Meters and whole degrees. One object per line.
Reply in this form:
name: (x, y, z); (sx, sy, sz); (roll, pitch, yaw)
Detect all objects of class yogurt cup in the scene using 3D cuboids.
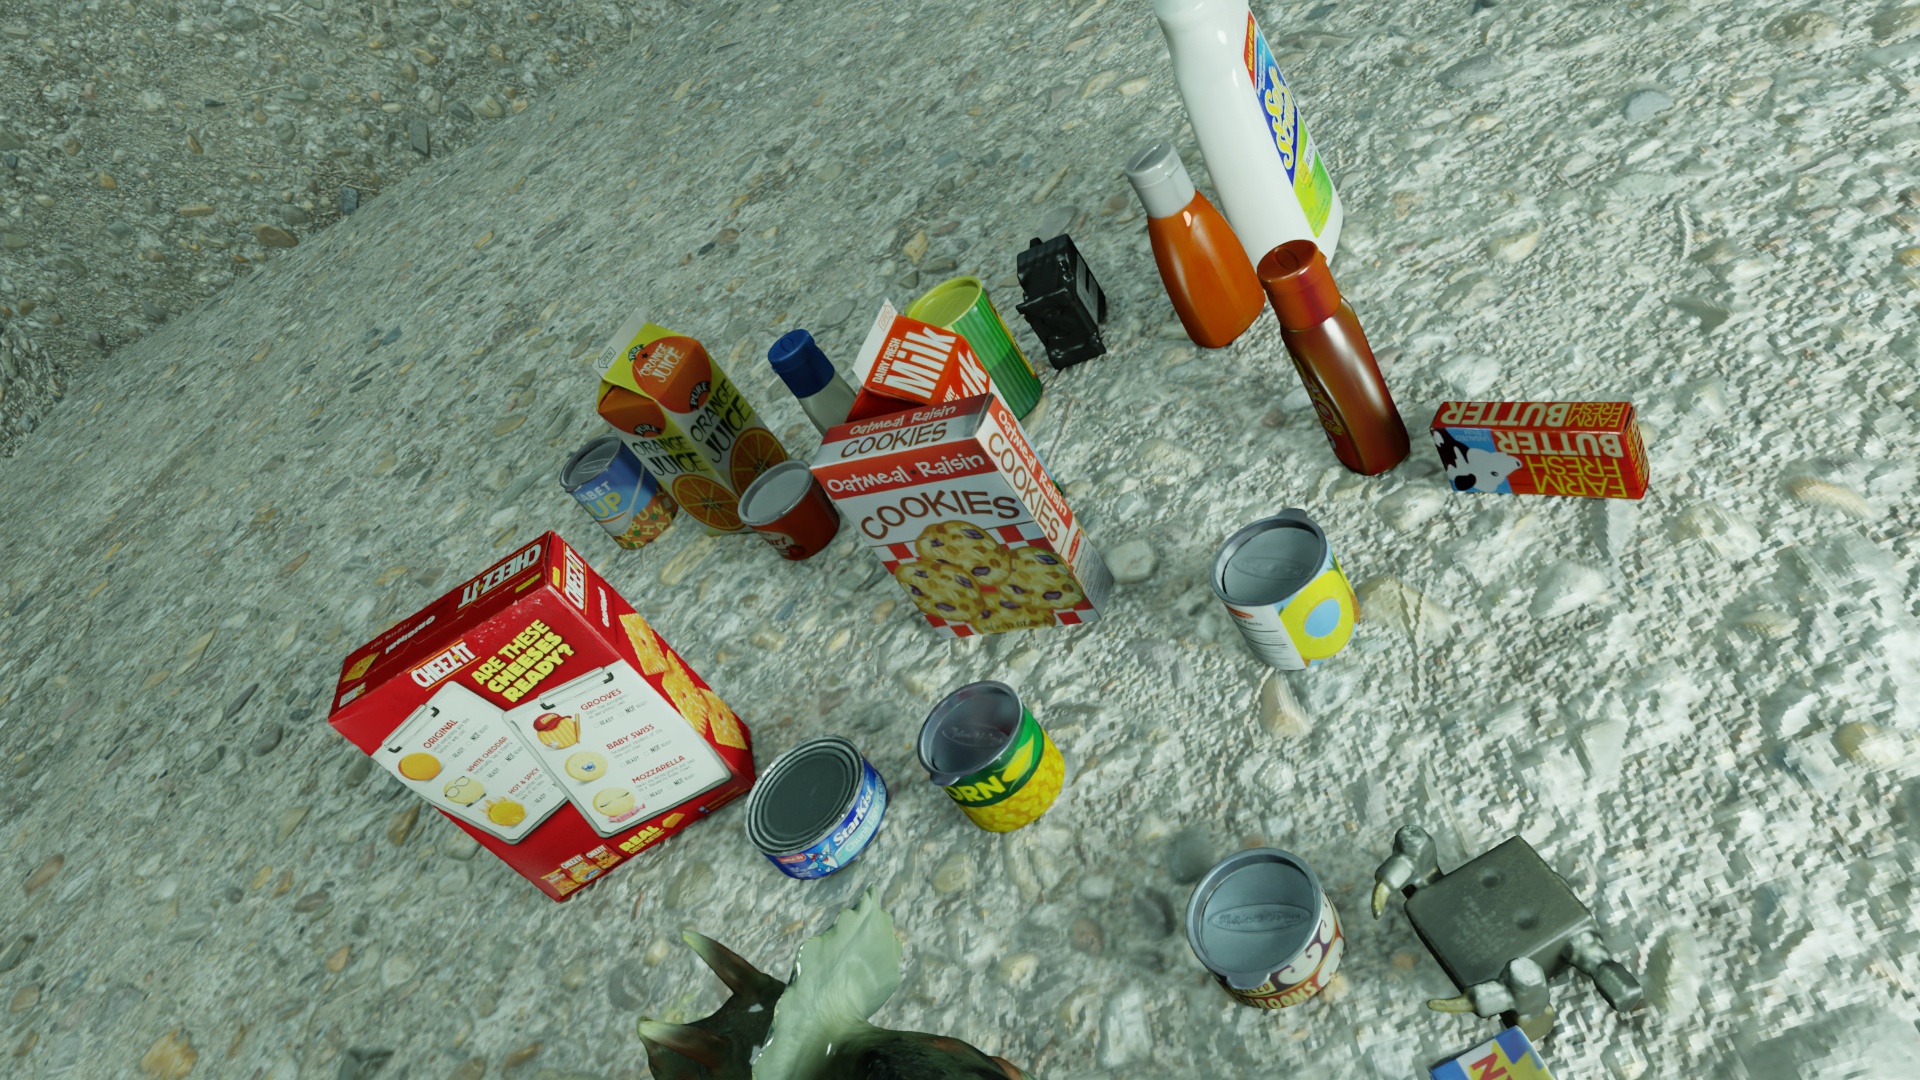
yogurt cup: (-0.131, -0.022, 1.081); (0.072, 0.053, 0.073); (-22, 37, 18)

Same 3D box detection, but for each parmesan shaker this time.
parmesan shaker: (0.009, -0.142, 1.061); (0.071, 0.102, 0.072); (-23, 37, 18)

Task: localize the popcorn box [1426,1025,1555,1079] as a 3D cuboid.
popcorn box: (0.214, 0.240, 0.464); (0.038, 0.085, 0.127); (-31, 35, 7)

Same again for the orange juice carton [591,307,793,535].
orange juice carton: (-0.219, -0.094, 1.118); (0.073, 0.192, 0.072); (-5, 46, 37)

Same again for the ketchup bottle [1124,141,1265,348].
ketchup bottle: (0.162, -0.208, 0.971); (0.065, 0.148, 0.043); (-47, 36, -15)

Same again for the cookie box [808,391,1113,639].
cookie box: (0.003, -0.011, 0.859); (0.123, 0.167, 0.040); (-9, 43, 33)

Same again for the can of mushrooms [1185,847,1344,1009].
can of mushrooms: (0.140, 0.181, 0.639); (0.071, 0.033, 0.071); (-22, 37, 18)

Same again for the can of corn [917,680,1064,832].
can of corn: (0.017, 0.125, 0.785); (0.071, 0.058, 0.071); (-22, 37, 18)

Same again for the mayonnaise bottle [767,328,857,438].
mayonnaise bottle: (-0.090, -0.094, 1.049); (0.041, 0.147, 0.065); (-37, 35, -2)

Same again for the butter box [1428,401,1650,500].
butter box: (0.311, -0.049, 0.746); (0.103, 0.053, 0.024); (5, 52, 43)

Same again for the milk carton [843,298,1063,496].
milk carton: (-0.011, -0.066, 0.914); (0.073, 0.190, 0.073); (-11, 42, 32)

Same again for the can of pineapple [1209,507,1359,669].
can of pineapple: (0.180, 0.027, 0.763); (0.071, 0.057, 0.071); (-22, 37, 18)

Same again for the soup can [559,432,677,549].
soup can: (-0.300, -0.041, 1.218); (0.071, 0.083, 0.072); (-22, 37, 18)

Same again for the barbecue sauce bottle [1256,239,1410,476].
barbecue sauce bottle: (0.216, -0.107, 0.810); (0.043, 0.148, 0.065); (-30, 35, 8)
